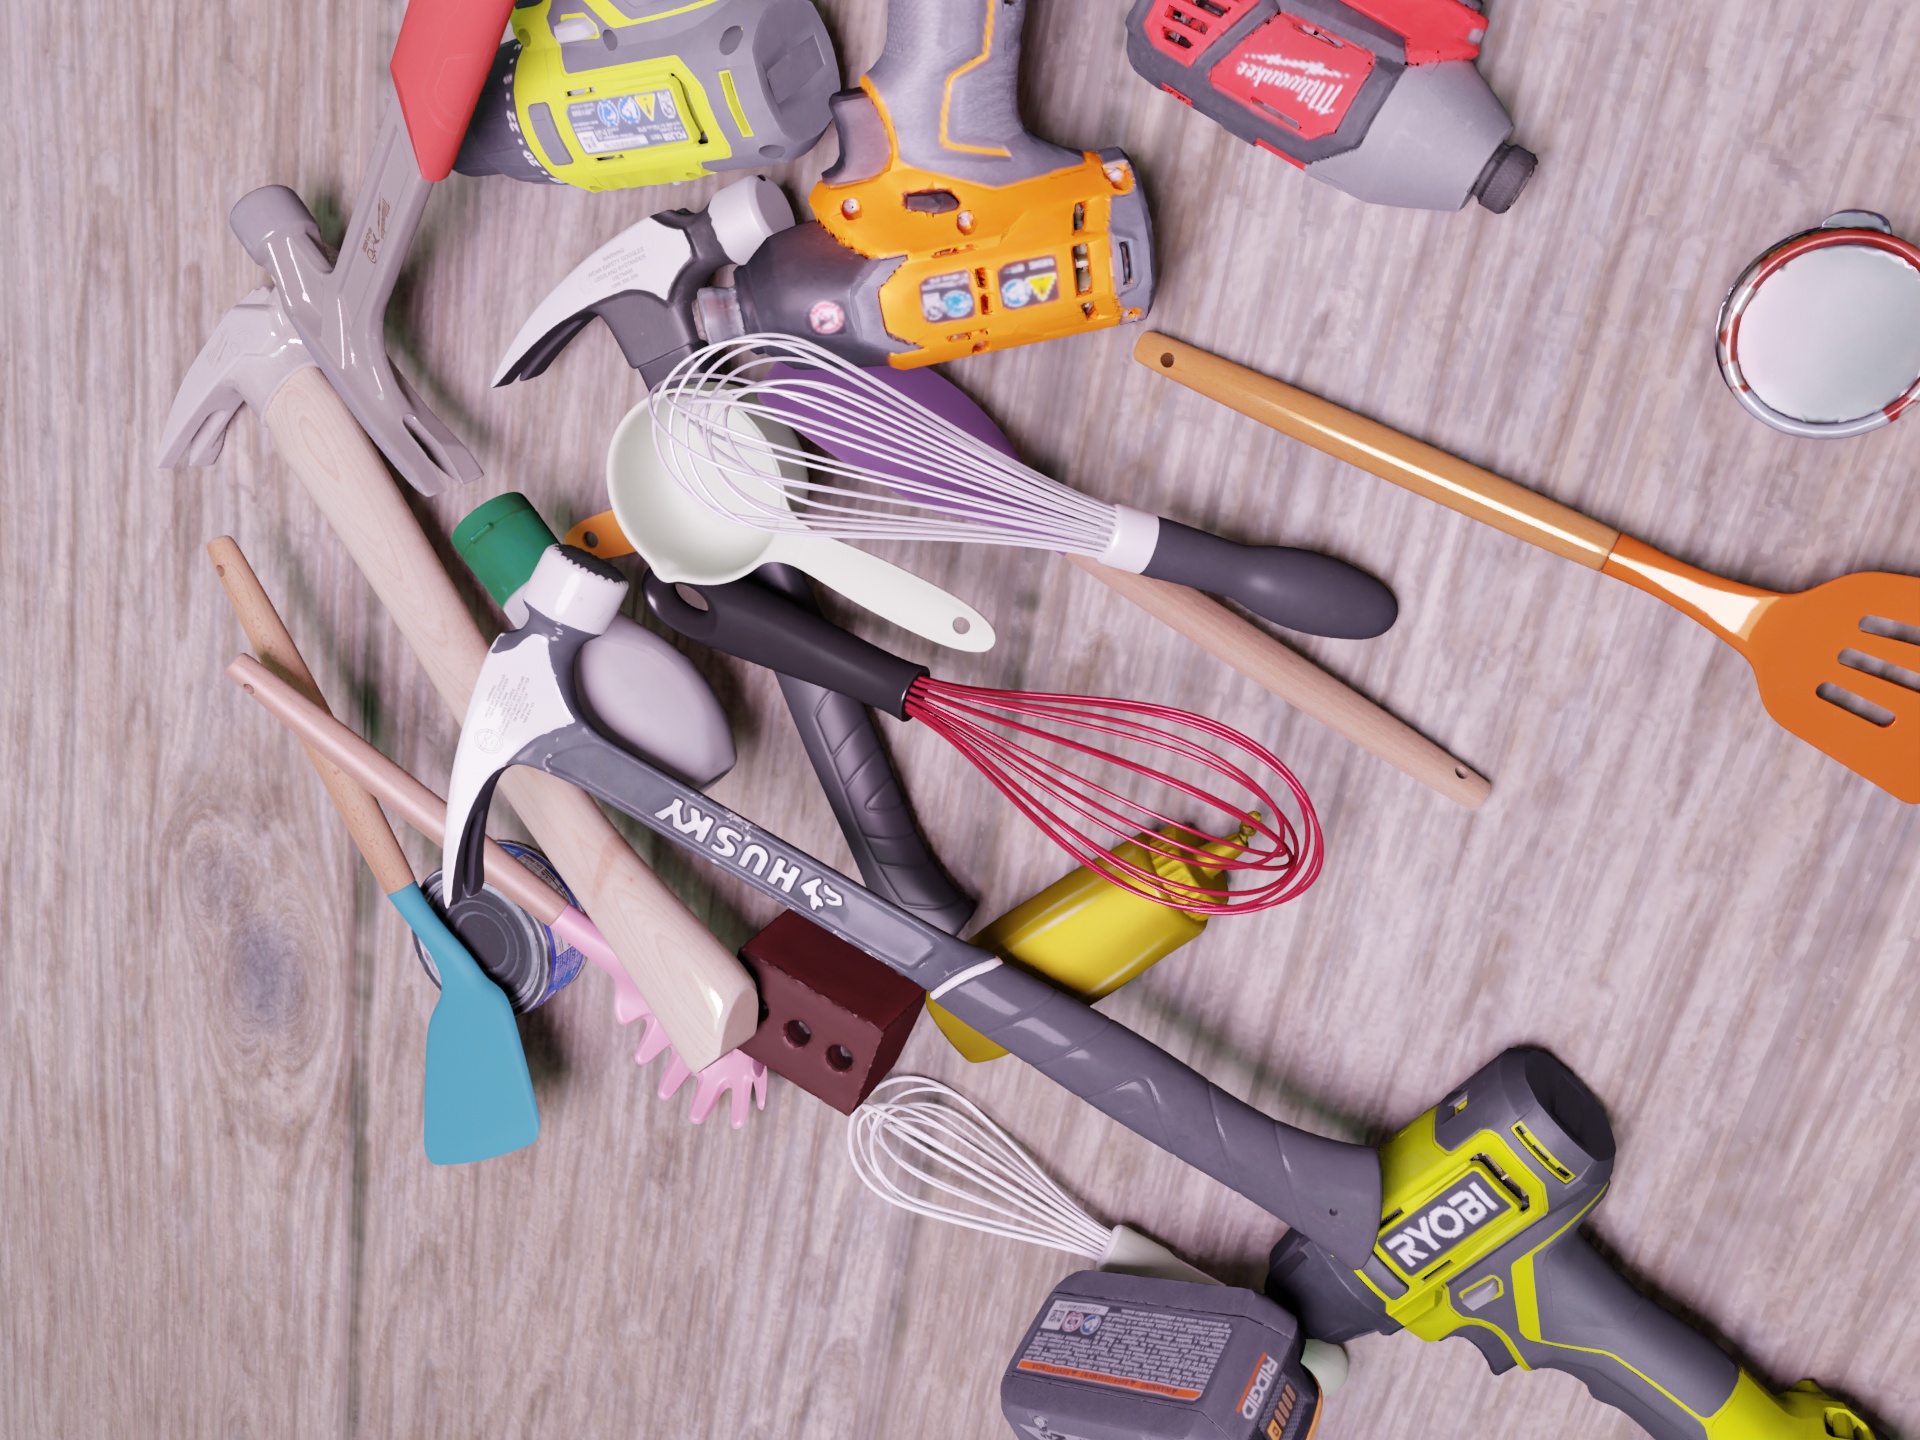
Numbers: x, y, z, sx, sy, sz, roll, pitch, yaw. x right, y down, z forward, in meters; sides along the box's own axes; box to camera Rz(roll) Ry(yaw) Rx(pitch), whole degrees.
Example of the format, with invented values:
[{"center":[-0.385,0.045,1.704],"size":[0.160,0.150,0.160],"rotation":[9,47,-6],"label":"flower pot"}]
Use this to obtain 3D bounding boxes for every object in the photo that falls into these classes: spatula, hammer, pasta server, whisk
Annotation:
[{"center":[-0.285,0.061,0.756],"size":[0.082,0.044,0.317],"rotation":[-20,100,31],"label":"spatula"},{"center":[0.208,-0.071,0.565],"size":[0.323,0.041,0.081],"rotation":[28,115,17],"label":"spatula"},{"center":[-0.175,-0.229,0.558],"size":[0.149,0.037,0.359],"rotation":[53,139,2],"label":"hammer"},{"center":[-0.228,-0.014,0.726],"size":[0.146,0.038,0.411],"rotation":[-40,81,29],"label":"hammer"},{"center":[-0.212,0.078,0.741],"size":[0.316,0.040,0.060],"rotation":[41,124,-11],"label":"pasta server"},{"center":[-0.078,-0.042,0.675],"size":[0.146,0.035,0.334],"rotation":[-17,103,26],"label":"hammer"},{"center":[0.029,-0.074,0.566],"size":[0.284,0.070,0.070],"rotation":[14,115,-14],"label":"whisk"},{"center":[-0.001,-0.002,0.613],"size":[0.296,0.073,0.073],"rotation":[24,114,17],"label":"whisk"},{"center":[-0.018,0.094,0.618],"size":[0.409,0.036,0.149],"rotation":[30,100,4],"label":"hammer"},{"center":[0.060,0.233,0.714],"size":[0.246,0.059,0.057],"rotation":[27,152,9],"label":"whisk"},{"center":[0.066,-0.057,0.606],"size":[0.316,0.060,0.018],"rotation":[33,150,1],"label":"spatula"}]

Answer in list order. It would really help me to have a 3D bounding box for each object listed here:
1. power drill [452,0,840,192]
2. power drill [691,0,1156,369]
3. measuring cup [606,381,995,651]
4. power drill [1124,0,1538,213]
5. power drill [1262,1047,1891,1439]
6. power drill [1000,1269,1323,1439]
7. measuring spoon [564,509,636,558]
[{"center":[-0.163,-0.304,0.579],"size":[0.191,0.080,0.228],"rotation":[6,134,31],"label":"power drill"},{"center":[-0.027,-0.227,0.527],"size":[0.164,0.084,0.226],"rotation":[-13,121,-3],"label":"power drill"},{"center":[-0.056,-0.073,0.616],"size":[0.167,0.038,0.083],"rotation":[28,117,6],"label":"measuring cup"},{"center":[0.159,-0.273,0.491],"size":[0.143,0.078,0.219],"rotation":[35,120,10],"label":"power drill"},{"center":[0.238,0.260,0.630],"size":[0.223,0.080,0.171],"rotation":[45,118,8],"label":"power drill"},{"center":[0.140,0.333,0.648],"size":[0.185,0.084,0.226],"rotation":[-13,118,45],"label":"power drill"},{"center":[-0.130,-0.090,0.707],"size":[0.117,0.011,0.021],"rotation":[-11,106,29],"label":"measuring spoon"}]
